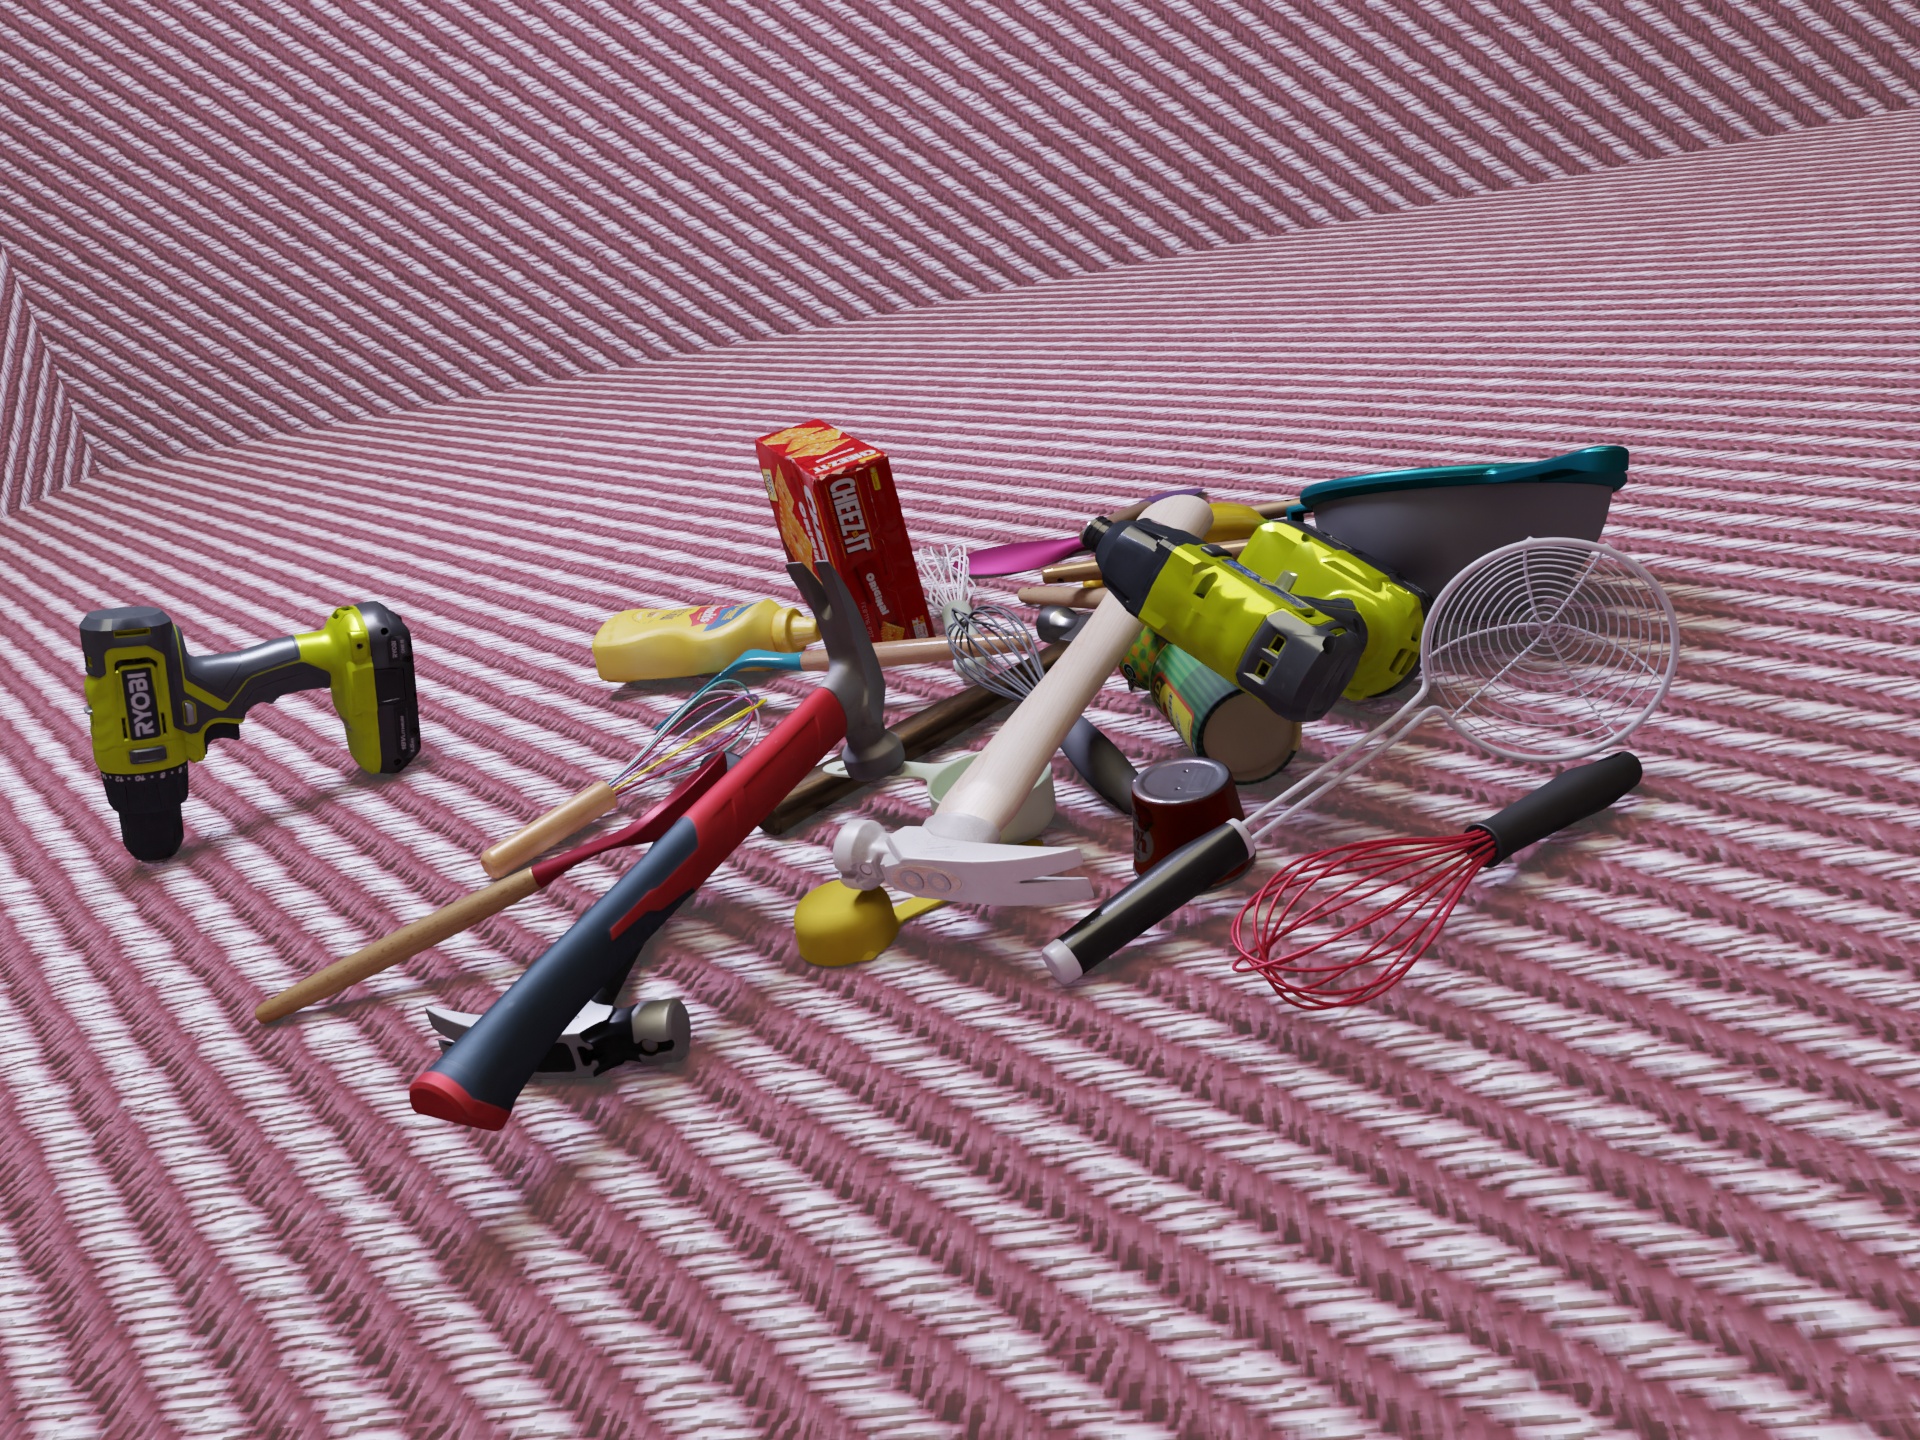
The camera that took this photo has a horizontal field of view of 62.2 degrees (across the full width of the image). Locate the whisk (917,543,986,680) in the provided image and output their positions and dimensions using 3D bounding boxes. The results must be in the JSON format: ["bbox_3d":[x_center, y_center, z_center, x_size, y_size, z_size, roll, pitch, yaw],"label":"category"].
[{"bbox_3d":[-0.003,-0.089,1.294,0.058,0.059,0.247,-47,22,15],"label":"whisk"}]

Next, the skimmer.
[{"bbox_3d":[0.204,0.031,0.812,0.363,0.127,0.090,-32,15,-15],"label":"skimmer"}]

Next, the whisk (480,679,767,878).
[{"bbox_3d":[-0.229,0.039,1.115,0.047,0.051,0.245,17,39,41],"label":"whisk"}]

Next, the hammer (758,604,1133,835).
[{"bbox_3d":[-0.002,-0.004,1.104,0.331,0.031,0.130,-28,27,-32],"label":"hammer"}]

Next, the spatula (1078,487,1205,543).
[{"bbox_3d":[0.154,-0.181,1.389,0.060,0.018,0.316,-7,11,23],"label":"spatula"}]

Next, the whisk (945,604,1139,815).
[{"bbox_3d":[0.054,-0.010,1.023,0.055,0.055,0.239,-20,41,-18],"label":"whisk"}]

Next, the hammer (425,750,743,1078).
[{"bbox_3d":[-0.191,0.102,0.954,0.146,0.035,0.335,-7,23,12],"label":"hammer"}]

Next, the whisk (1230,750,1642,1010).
[{"bbox_3d":[0.244,0.068,0.778,0.296,0.073,0.073,-20,23,-32],"label":"whisk"}]

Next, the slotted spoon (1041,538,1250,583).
[{"bbox_3d":[0.218,-0.129,1.228,0.314,0.070,0.031,-6,52,10],"label":"slotted spoon"}]

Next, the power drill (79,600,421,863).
[{"bbox_3d":[-0.545,0.001,1.227,0.228,0.190,0.080,-10,18,-33],"label":"power drill"}]

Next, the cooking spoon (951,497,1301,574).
[{"bbox_3d":[0.146,-0.165,1.417,0.319,0.017,0.069,-8,24,12],"label":"cooking spoon"}]

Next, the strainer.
[{"bbox_3d":[0.340,-0.113,1.012,0.211,0.095,0.340,-2,3,-2],"label":"strainer"}]

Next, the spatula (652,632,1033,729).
[{"bbox_3d":[-0.091,-0.037,1.194,0.317,0.044,0.082,-4,23,26],"label":"spatula"}]

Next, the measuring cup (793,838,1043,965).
[{"bbox_3d":[-0.022,0.090,0.895,0.156,0.029,0.062,-24,25,-20],"label":"measuring cup"}]

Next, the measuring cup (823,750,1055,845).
[{"bbox_3d":[-0.016,0.047,0.984,0.168,0.038,0.083,3,28,36],"label":"measuring cup"}]

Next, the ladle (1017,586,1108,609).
[{"bbox_3d":[0.145,-0.079,1.205,0.078,0.062,0.320,-23,18,-30],"label":"ladle"}]

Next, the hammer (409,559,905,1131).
[{"bbox_3d":[-0.149,0.059,0.833,0.038,0.143,0.386,-1,30,32],"label":"hammer"}]

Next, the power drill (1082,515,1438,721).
[{"bbox_3d":[0.183,-0.070,0.949,0.171,0.080,0.223,37,22,26],"label":"power drill"}]

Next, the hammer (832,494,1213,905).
[{"bbox_3d":[0.082,-0.031,0.963,0.146,0.038,0.411,1,35,31],"label":"hammer"}]

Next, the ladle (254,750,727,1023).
[{"bbox_3d":[-0.272,0.103,0.932,0.315,0.031,0.069,-27,8,1],"label":"ladle"}]
